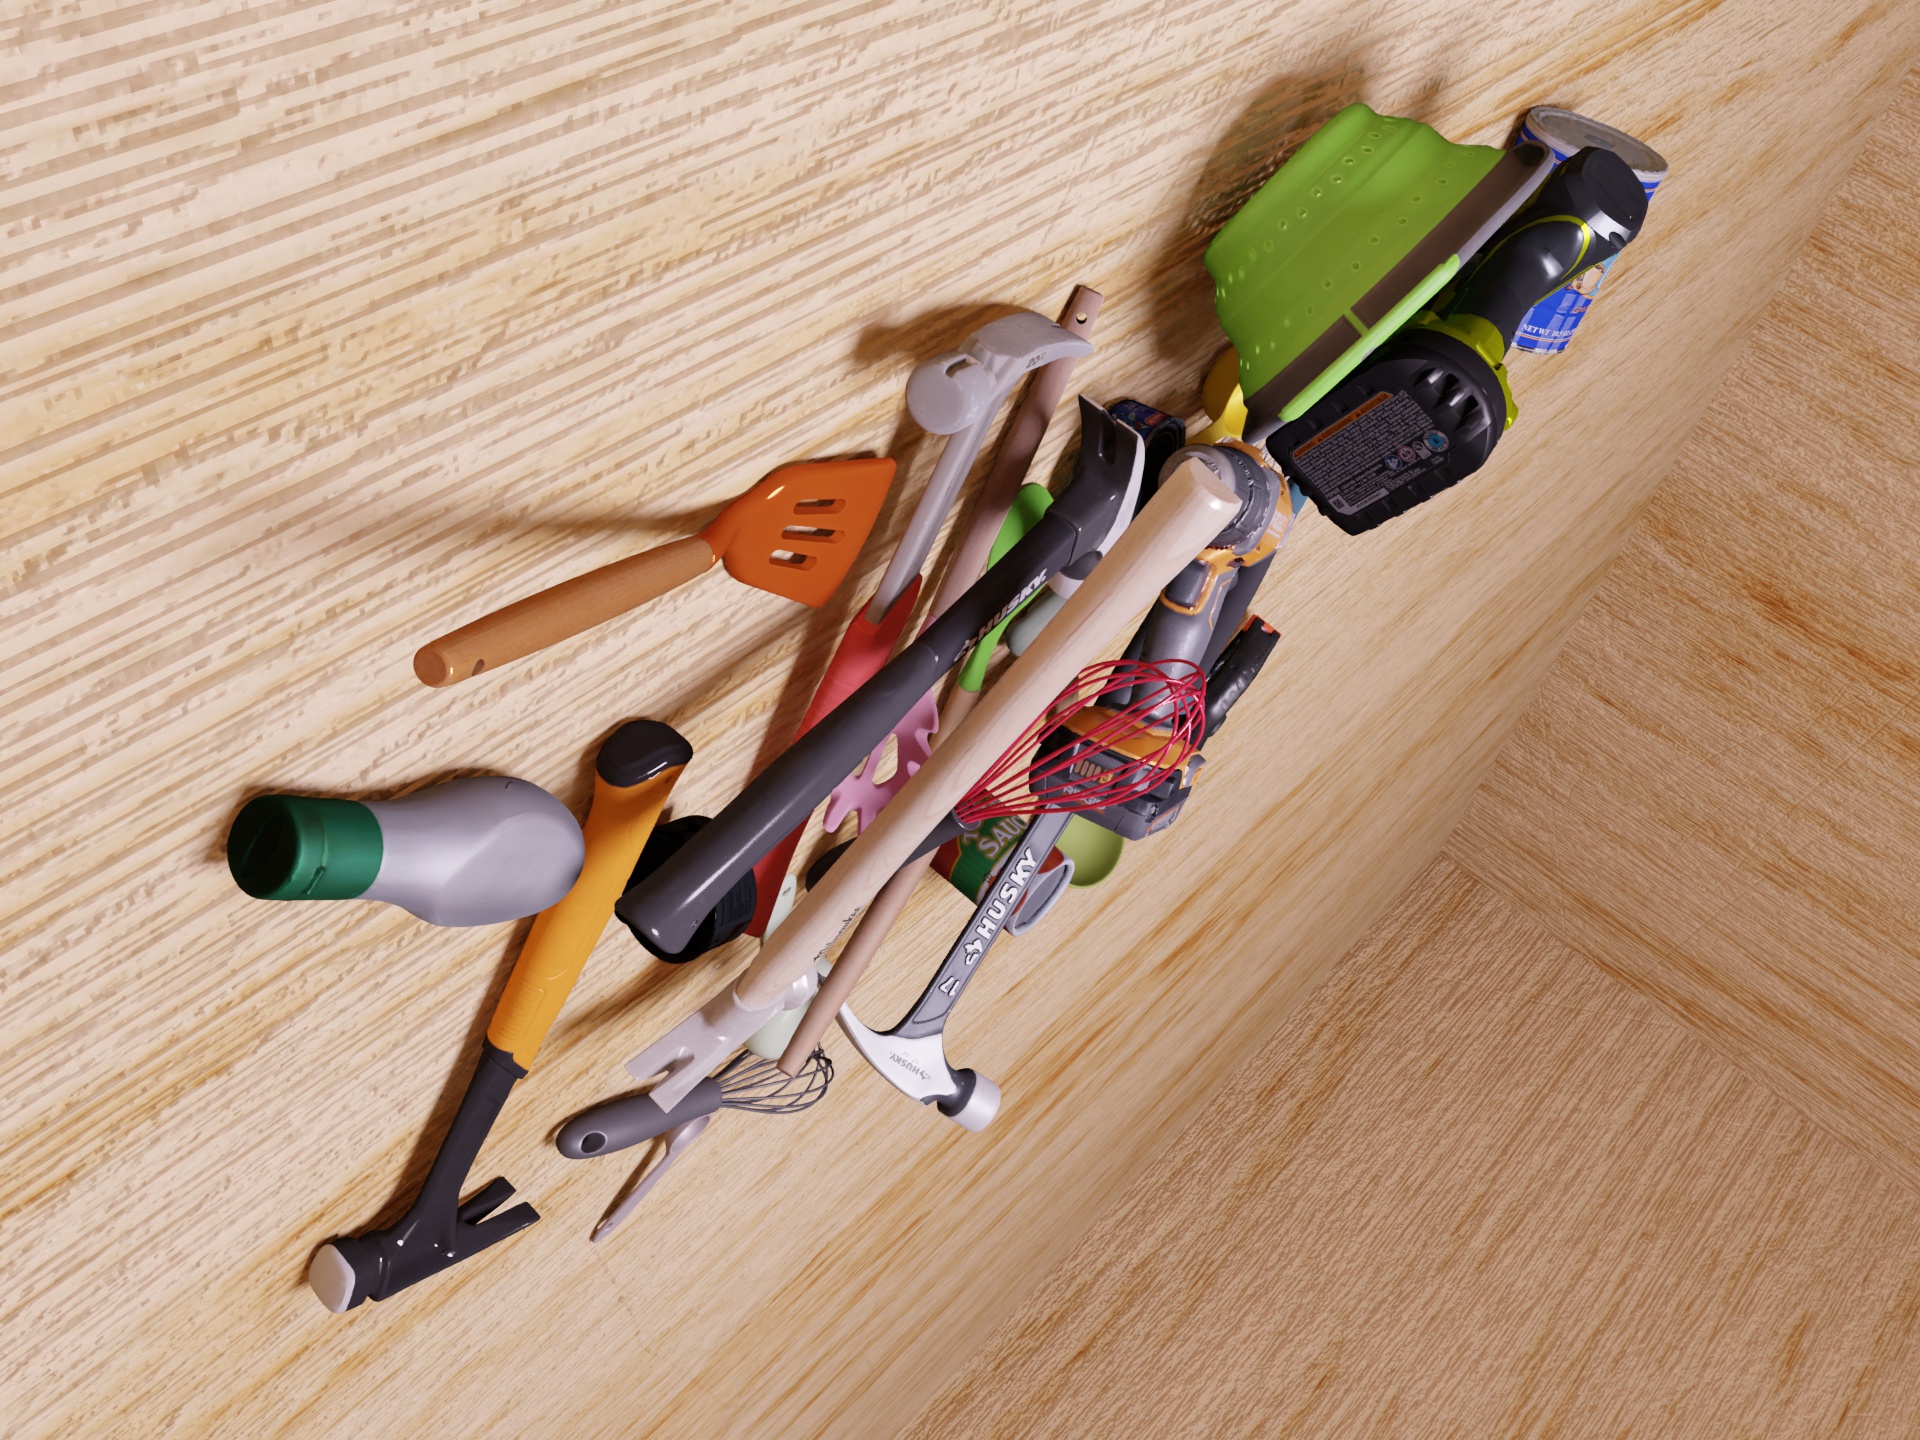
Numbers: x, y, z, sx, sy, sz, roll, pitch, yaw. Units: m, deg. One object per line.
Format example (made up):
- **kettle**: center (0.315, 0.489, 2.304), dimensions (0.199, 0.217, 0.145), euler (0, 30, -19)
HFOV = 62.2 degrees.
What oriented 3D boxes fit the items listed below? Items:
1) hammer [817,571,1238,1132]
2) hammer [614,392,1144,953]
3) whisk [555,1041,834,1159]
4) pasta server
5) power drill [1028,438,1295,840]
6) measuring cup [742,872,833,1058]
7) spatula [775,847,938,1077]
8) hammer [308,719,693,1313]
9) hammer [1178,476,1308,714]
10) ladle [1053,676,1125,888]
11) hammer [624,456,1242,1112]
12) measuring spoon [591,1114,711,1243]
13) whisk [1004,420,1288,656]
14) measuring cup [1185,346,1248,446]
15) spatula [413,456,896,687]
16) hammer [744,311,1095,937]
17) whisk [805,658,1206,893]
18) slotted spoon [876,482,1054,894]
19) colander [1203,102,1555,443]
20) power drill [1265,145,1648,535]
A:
- **hammer**: center (0.060, 0.050, 1.008), dimensions (0.149, 0.036, 0.409), euler (37, 79, -24)
- **hammer**: center (-0.027, -0.019, 0.722), dimensions (0.335, 0.035, 0.146), euler (-44, 164, -27)
- **whisk**: center (-0.158, 0.235, 0.986), dimensions (0.239, 0.055, 0.055), euler (-3, 128, -56)
- **pasta server**: center (0.001, -0.075, 0.828), dimensions (0.040, 0.060, 0.316), euler (-88, -158, -66)
- **power drill**: center (0.117, -0.050, 0.897), dimensions (0.226, 0.084, 0.185), euler (-68, 163, 8)
- **measuring cup**: center (-0.102, 0.150, 0.968), dimensions (0.083, 0.038, 0.167), euler (-37, 156, -33)
- **spatula**: center (-0.020, 0.072, 0.945), dimensions (0.316, 0.018, 0.059), euler (-58, -176, -20)
- **hammer**: center (-0.204, 0.142, 0.765), dimensions (0.127, 0.034, 0.336), euler (-9, 133, -58)
- **hammer**: center (0.208, -0.122, 1.107), dimensions (0.033, 0.128, 0.330), euler (7, 140, -14)
- **ladle**: center (0.084, 0.021, 1.115), dimensions (0.078, 0.062, 0.319), euler (-45, 155, -22)
- **hammer**: center (-0.017, 0.038, 0.760), dimensions (0.410, 0.038, 0.146), euler (-49, 173, 28)
- **measuring spoon**: center (-0.205, 0.292, 1.027), dimensions (0.124, 0.018, 0.034), euler (-50, 161, 14)
- **whisk**: center (0.120, -0.117, 0.988), dimensions (0.246, 0.059, 0.058), euler (-40, -177, -17)
- **measuring cup**: center (0.134, -0.173, 0.963), dimensions (0.156, 0.029, 0.062), euler (-38, 148, -5)
- **spatula**: center (-0.100, -0.053, 0.593), dimensions (0.081, 0.041, 0.323), euler (-60, 175, 21)
- **hammer**: center (-0.046, -0.033, 0.787), dimensions (0.359, 0.037, 0.149), euler (-62, 169, 30)
- **whisk**: center (0.017, 0.041, 0.868), dimensions (0.296, 0.073, 0.073), euler (-29, 173, 35)
- **slotted spoon**: center (-0.002, -0.003, 0.949), dimensions (0.070, 0.031, 0.313), euler (-36, 156, -49)
- **colander**: center (0.221, -0.280, 0.890), dimensions (0.204, 0.094, 0.397), euler (-42, -176, 32)
- **power drill**: center (0.270, -0.209, 0.889), dimensions (0.223, 0.080, 0.171), euler (-50, -170, -31)
